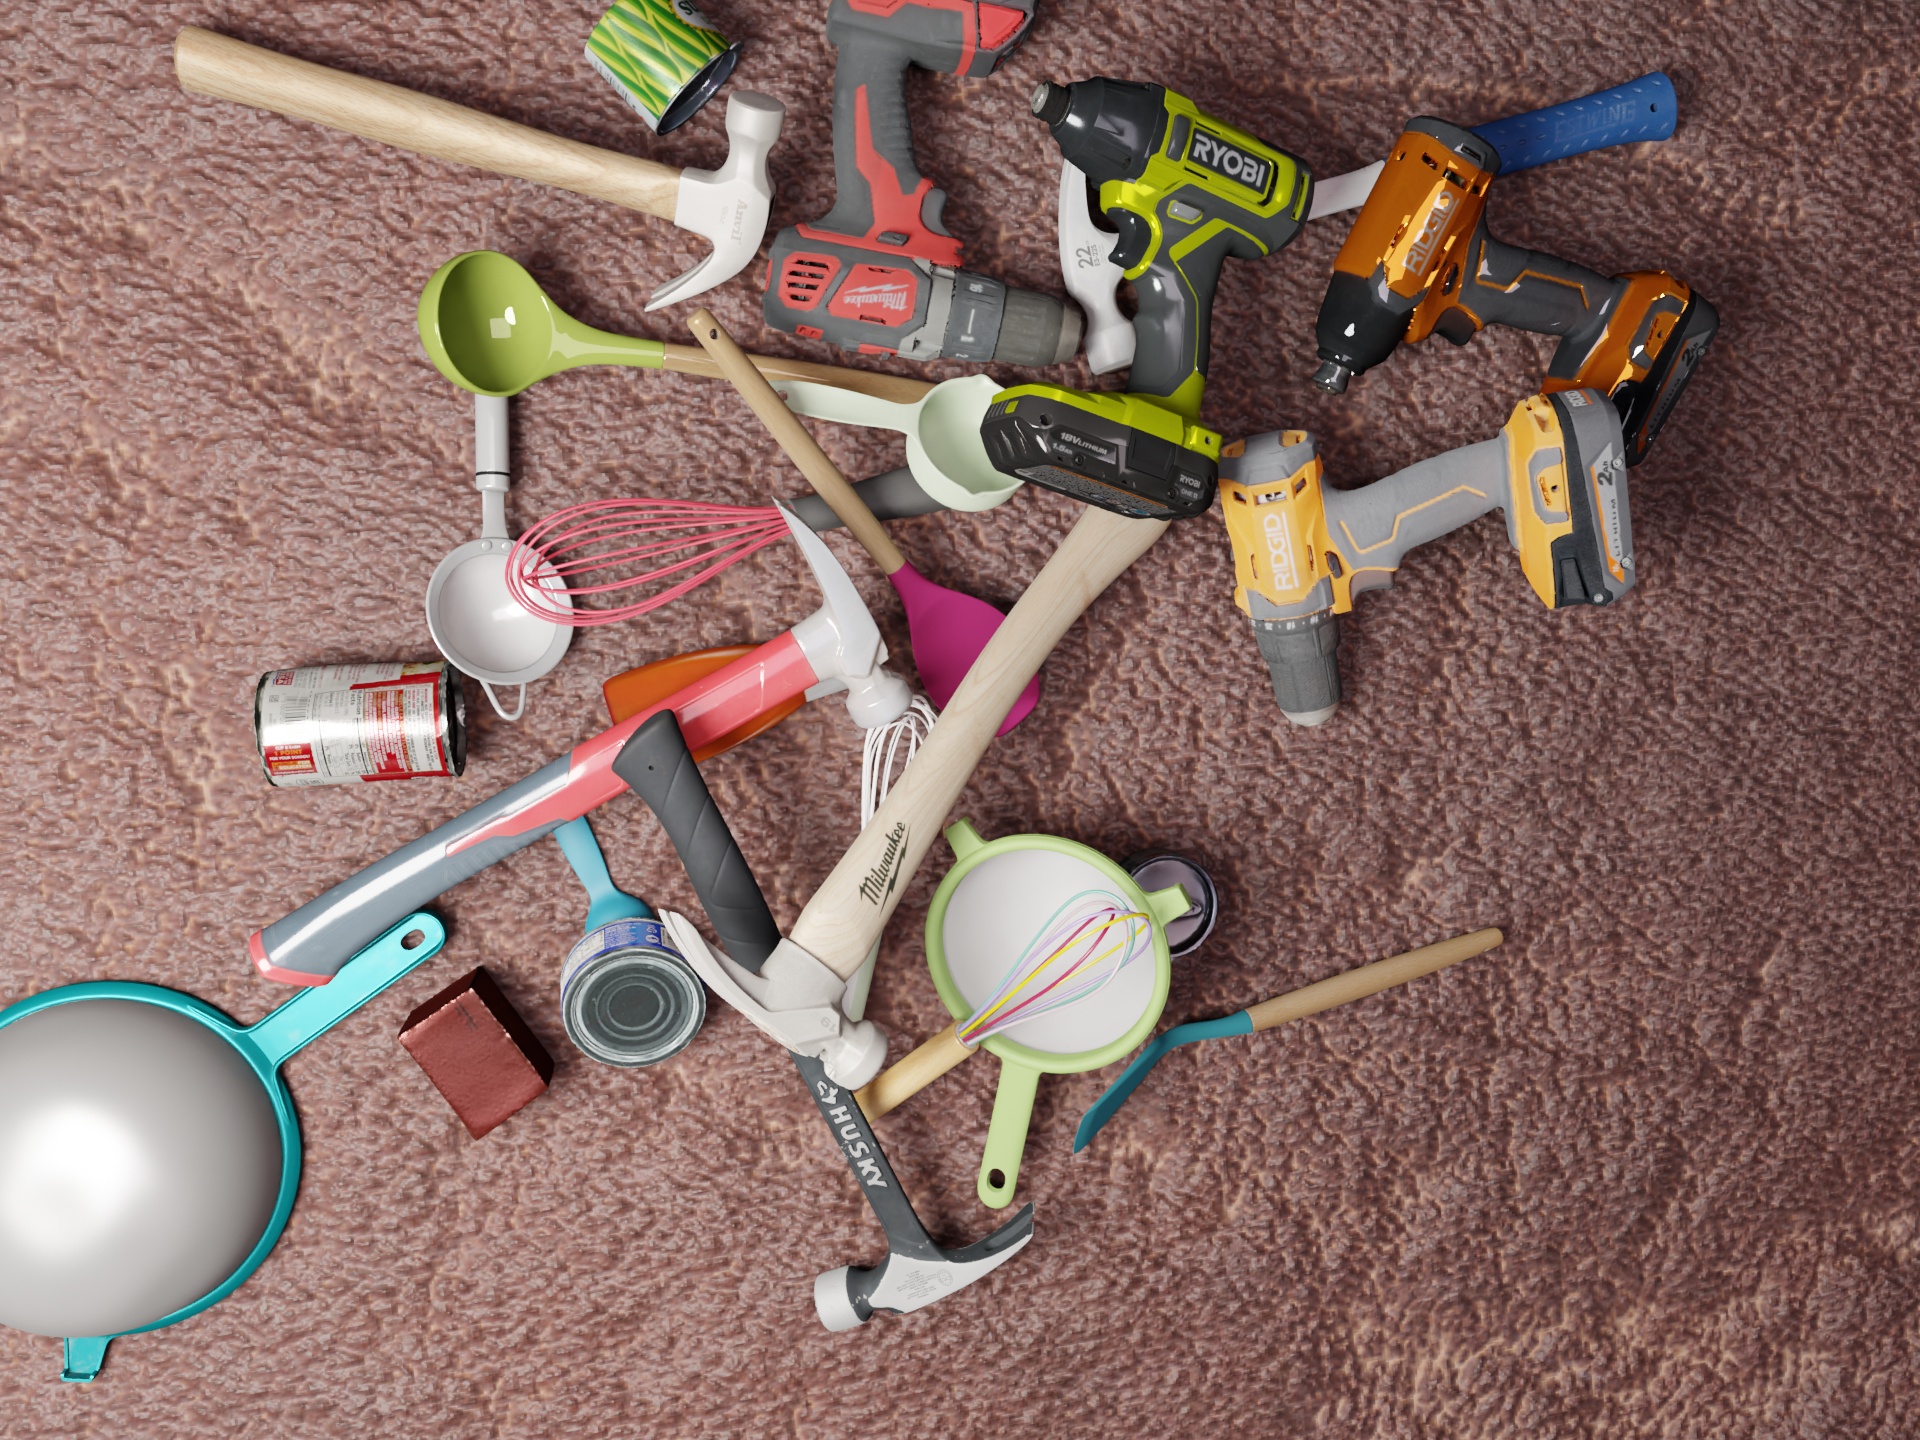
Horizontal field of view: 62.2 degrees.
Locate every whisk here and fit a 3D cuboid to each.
[{"bbox_3d":[-0.117,-0.114,0.927,0.296,0.073,0.073,-15,97,-17],"label":"whisk"},{"bbox_3d":[-0.055,0.103,0.967,0.058,0.059,0.246,17,98,28],"label":"whisk"},{"bbox_3d":[0.015,0.173,0.933,0.245,0.047,0.051,-40,90,28],"label":"whisk"}]

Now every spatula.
[{"bbox_3d":[0.212,0.195,1.017,0.317,0.082,0.044,-17,60,-11],"label":"spatula"}]

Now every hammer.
[{"bbox_3d":[0.253,-0.338,0.984,0.405,0.035,0.144,-17,98,-8],"label":"hammer"},{"bbox_3d":[-0.090,0.177,0.916,0.149,0.036,0.408,-20,109,11],"label":"hammer"},{"bbox_3d":[-0.224,0.024,0.885,0.386,0.038,0.143,-30,114,-4],"label":"hammer"},{"bbox_3d":[-0.001,-0.003,0.906,0.146,0.038,0.411,43,69,-23],"label":"hammer"},{"bbox_3d":[-0.267,-0.320,0.882,0.331,0.031,0.130,15,127,-3],"label":"hammer"}]

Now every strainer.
[{"bbox_3d":[0.051,0.180,0.983,0.151,0.069,0.256,16,111,15],"label":"strainer"},{"bbox_3d":[-0.268,-0.129,0.915,0.086,0.050,0.258,0,89,-37],"label":"strainer"},{"bbox_3d":[-0.436,0.221,0.888,0.340,0.095,0.211,-36,99,-3],"label":"strainer"}]

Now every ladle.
[{"bbox_3d":[-0.142,-0.206,0.908,0.320,0.062,0.078,5,92,-17],"label":"ladle"}]

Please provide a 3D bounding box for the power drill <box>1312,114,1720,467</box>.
[{"bbox_3d":[0.326,-0.238,0.967,0.226,0.084,0.164,24,100,-17],"label":"power drill"}]

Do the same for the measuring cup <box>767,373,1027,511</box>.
[{"bbox_3d":[-0.038,-0.167,0.925,0.167,0.038,0.083,10,68,-14],"label":"measuring cup"}]

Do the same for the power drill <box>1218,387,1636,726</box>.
[{"bbox_3d":[0.277,-0.095,0.954,0.226,0.084,0.185,-9,112,15],"label":"power drill"}]

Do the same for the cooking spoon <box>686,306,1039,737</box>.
[{"bbox_3d":[-0.052,-0.108,0.920,0.069,0.017,0.318,-42,118,-5],"label":"cooking spoon"}]

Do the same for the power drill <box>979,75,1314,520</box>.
[{"bbox_3d":[0.096,-0.238,0.896,0.171,0.080,0.223,16,87,-23],"label":"power drill"}]

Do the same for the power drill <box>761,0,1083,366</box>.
[{"bbox_3d":[-0.008,-0.320,0.922,0.188,0.080,0.226,9,96,-7],"label":"power drill"}]

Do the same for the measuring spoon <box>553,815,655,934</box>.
[{"bbox_3d":[-0.222,0.088,0.948,0.042,0.021,0.128,-25,100,-7],"label":"measuring spoon"}]
